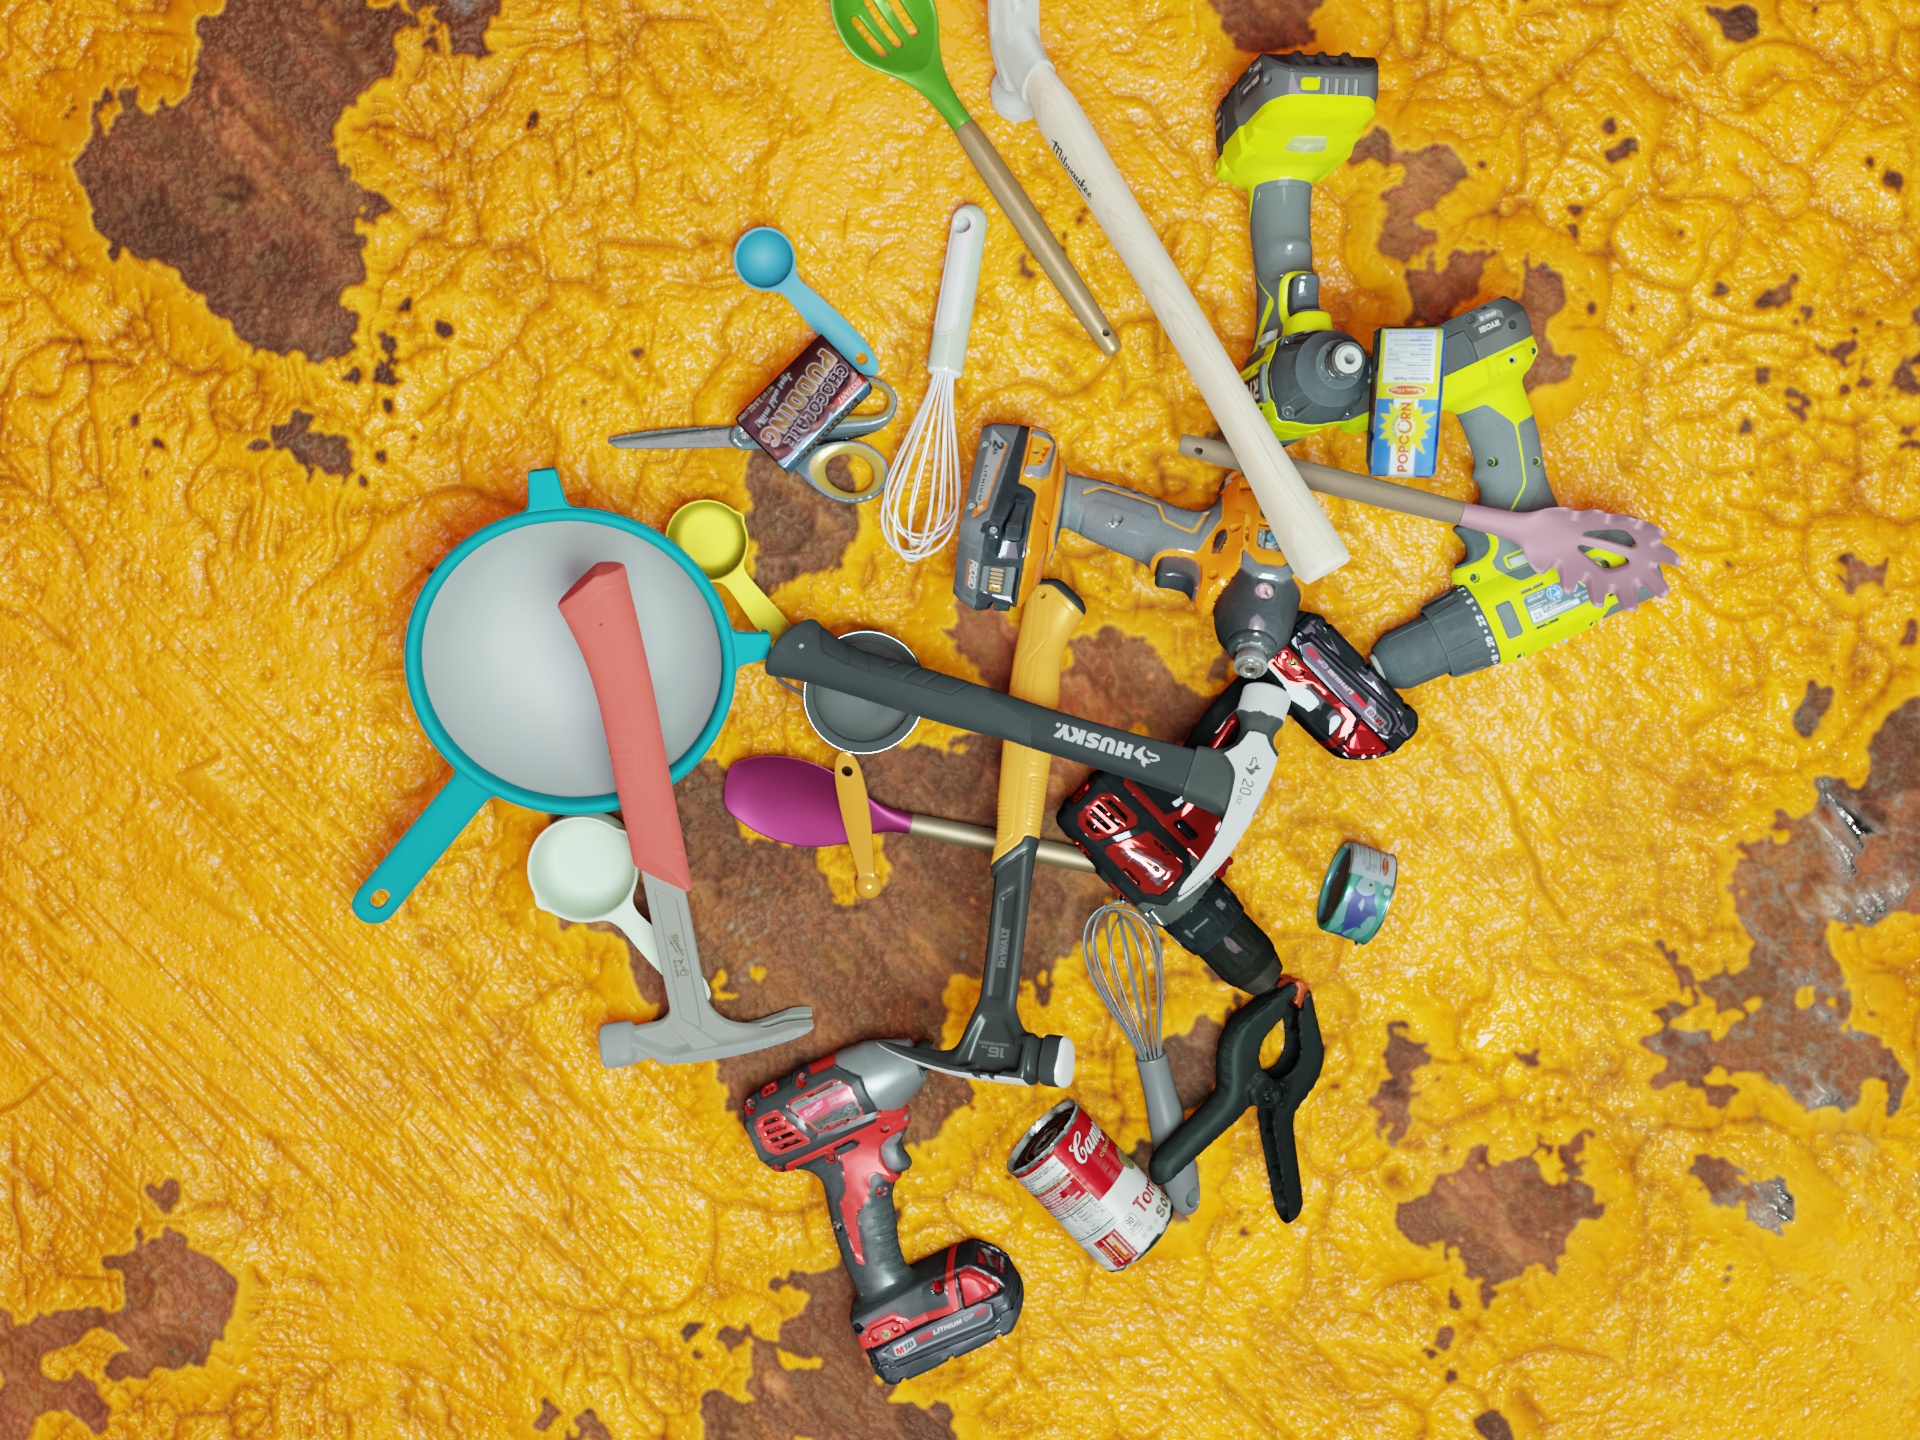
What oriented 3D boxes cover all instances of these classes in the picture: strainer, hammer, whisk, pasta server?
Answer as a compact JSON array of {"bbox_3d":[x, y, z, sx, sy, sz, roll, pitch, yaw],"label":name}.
[{"bbox_3d":[-0.301,-0.003,1.086,0.210,0.095,0.340,38,101,-20],"label":"strainer"},{"bbox_3d":[0.127,-0.271,0.987,0.038,0.146,0.411,-29,83,-2],"label":"hammer"},{"bbox_3d":[0.133,0.239,1.117,0.055,0.055,0.239,-14,98,3],"label":"whisk"},{"bbox_3d":[0.293,-0.137,1.014,0.316,0.040,0.060,16,117,7],"label":"pasta server"},{"bbox_3d":[-0.002,-0.004,1.105,0.258,0.050,0.087,15,96,-5],"label":"strainer"},{"bbox_3d":[-0.013,-0.230,1.084,0.058,0.059,0.246,10,91,29],"label":"whisk"},{"bbox_3d":[0.032,0.005,1.024,0.335,0.035,0.146,17,73,10],"label":"hammer"},{"bbox_3d":[-0.196,0.069,1.059,0.149,0.037,0.358,-9,112,-6],"label":"hammer"},{"bbox_3d":[0.032,0.066,1.051,0.127,0.034,0.337,2,73,23],"label":"hammer"}]

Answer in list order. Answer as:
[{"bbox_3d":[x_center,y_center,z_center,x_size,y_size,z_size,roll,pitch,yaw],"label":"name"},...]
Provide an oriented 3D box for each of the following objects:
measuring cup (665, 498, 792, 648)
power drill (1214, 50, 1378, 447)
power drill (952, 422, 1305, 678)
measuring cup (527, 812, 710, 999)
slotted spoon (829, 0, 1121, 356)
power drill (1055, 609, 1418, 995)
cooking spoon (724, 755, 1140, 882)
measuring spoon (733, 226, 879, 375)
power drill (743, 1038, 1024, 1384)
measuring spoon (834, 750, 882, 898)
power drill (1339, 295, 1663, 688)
[{"bbox_3d":[-0.146,-0.088,1.114,0.062,0.029,0.156,-36,104,4],"label":"measuring cup"},{"bbox_3d":[0.215,-0.295,1.008,0.080,0.171,0.223,-1,91,-7],"label":"power drill"},{"bbox_3d":[0.113,-0.108,1.037,0.226,0.084,0.164,10,52,2],"label":"power drill"},{"bbox_3d":[-0.234,0.134,1.129,0.083,0.038,0.167,-39,102,5],"label":"measuring cup"},{"bbox_3d":[0.015,-0.377,1.072,0.070,0.031,0.314,-35,92,-6],"label":"slotted spoon"},{"bbox_3d":[0.202,0.056,1.077,0.226,0.080,0.188,-44,92,2],"label":"power drill"},{"bbox_3d":[-0.010,0.078,1.121,0.319,0.017,0.068,12,115,0],"label":"cooking spoon"},{"bbox_3d":[-0.104,-0.286,1.099,0.042,0.021,0.128,-45,101,4],"label":"measuring spoon"},{"bbox_3d":[-0.046,0.334,1.118,0.143,0.078,0.219,-26,91,3],"label":"power drill"},{"bbox_3d":[-0.072,0.075,1.109,0.021,0.011,0.116,-5,114,8],"label":"measuring spoon"},{"bbox_3d":[0.335,-0.145,1.063,0.190,0.080,0.228,-24,96,9],"label":"power drill"}]
